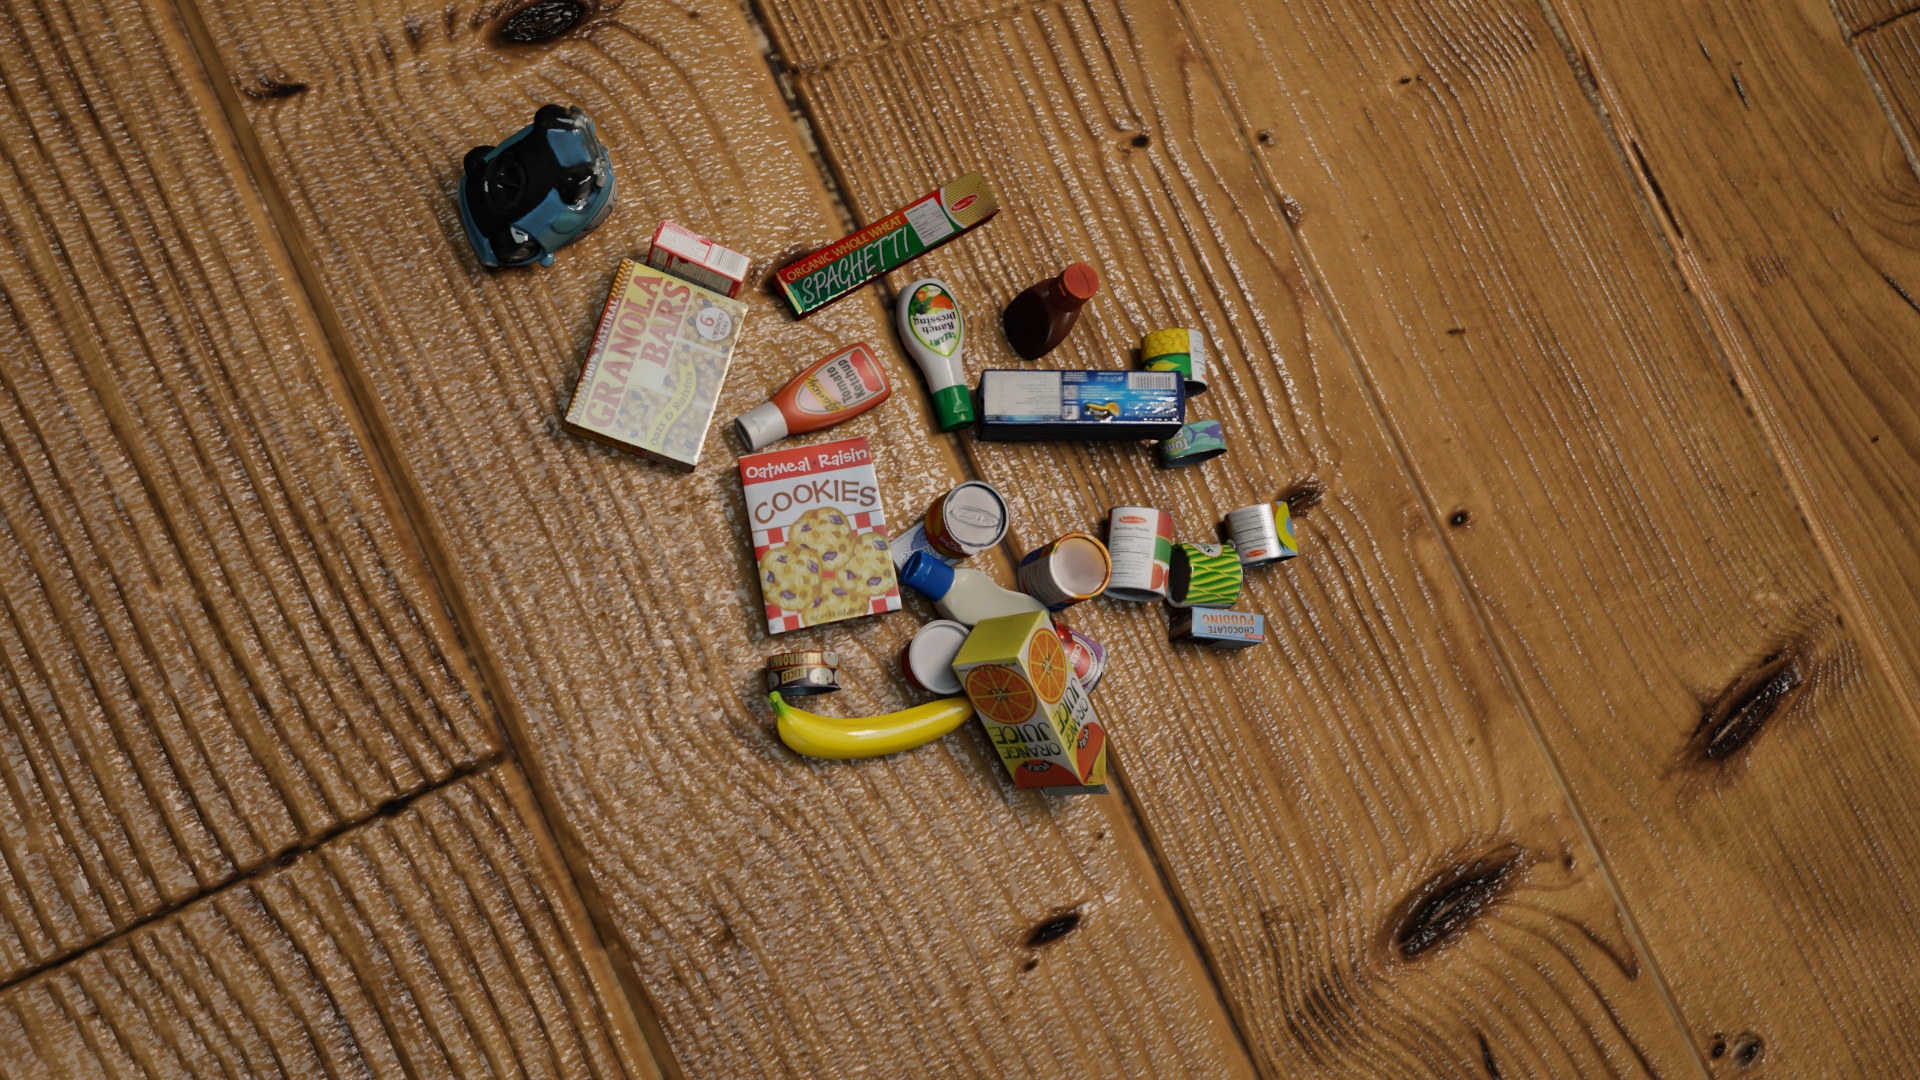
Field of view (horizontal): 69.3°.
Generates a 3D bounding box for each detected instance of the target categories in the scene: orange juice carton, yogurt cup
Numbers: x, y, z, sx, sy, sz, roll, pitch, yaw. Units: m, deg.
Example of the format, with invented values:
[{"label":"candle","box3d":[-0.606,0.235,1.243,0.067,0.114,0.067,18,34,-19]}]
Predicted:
[{"label":"orange juice carton","box3d":[0.072,0.163,1.280,0.192,0.071,0.073,63,35,-23]},{"label":"yogurt cup","box3d":[-0.022,0.111,1.299,0.072,0.053,0.072,4,77,-18]}]

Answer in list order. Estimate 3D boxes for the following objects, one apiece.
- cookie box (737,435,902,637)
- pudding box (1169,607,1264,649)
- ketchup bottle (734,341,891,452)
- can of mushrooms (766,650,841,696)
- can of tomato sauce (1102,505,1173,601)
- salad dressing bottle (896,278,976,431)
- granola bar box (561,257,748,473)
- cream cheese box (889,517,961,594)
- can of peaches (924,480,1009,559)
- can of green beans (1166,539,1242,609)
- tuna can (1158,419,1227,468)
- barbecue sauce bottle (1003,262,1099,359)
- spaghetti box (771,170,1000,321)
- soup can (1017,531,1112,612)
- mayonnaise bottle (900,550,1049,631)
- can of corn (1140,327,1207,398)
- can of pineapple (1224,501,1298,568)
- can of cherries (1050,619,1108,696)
[{"label":"cookie box","box3d":[-0.131,-0.005,1.284,0.123,0.040,0.167,-10,82,-9]},{"label":"pudding box","box3d":[0.260,0.089,1.405,0.084,0.049,0.030,7,75,-18]},{"label":"ketchup bottle","box3d":[-0.142,-0.131,1.317,0.149,0.043,0.064,-30,90,-22]},{"label":"can of mushrooms","box3d":[-0.142,0.120,1.247,0.071,0.071,0.033,1,77,-19]},{"label":"can of tomato sauce","box3d":[0.177,0.014,1.385,0.071,0.071,0.083,11,76,-17]},{"label":"salad dressing bottle","box3d":[-0.021,-0.182,1.369,0.064,0.044,0.147,-14,83,-20]},{"label":"granola bar box","box3d":[-0.279,-0.159,1.277,0.124,0.039,0.166,19,73,-15]},{"label":"cream cheese box","box3d":[-0.022,0.002,1.339,0.104,0.024,0.053,-35,93,-22]},{"label":"can of peaches","box3d":[0.005,-0.016,1.307,0.071,0.058,0.071,4,79,-19]},{"label":"can of green beans","box3d":[0.243,0.036,1.402,0.058,0.071,0.071,3,78,-18]},{"label":"tuna can","box3d":[0.237,-0.099,1.428,0.071,0.071,0.033,-10,81,-21]},{"label":"barbecue sauce bottle","box3d":[0.090,-0.228,1.361,0.044,0.148,0.065,-23,87,-21]},{"label":"spaghetti box","box3d":[-0.073,-0.295,1.384,0.251,0.028,0.050,-32,90,-22]},{"label":"soup can","box3d":[0.103,0.030,1.345,0.071,0.083,0.071,4,77,-19]},{"label":"mayonnaise bottle","box3d":[0.013,0.058,1.315,0.148,0.041,0.065,31,73,-23]},{"label":"can of corn","box3d":[0.218,-0.183,1.442,0.071,0.071,0.058,2,78,-19]},{"label":"can of pineapple","box3d":[0.311,-0.005,1.436,0.071,0.071,0.058,-8,81,-20]},{"label":"can of cherries","box3d":[0.100,0.117,1.331,0.058,0.071,0.072,30,71,-11]}]
